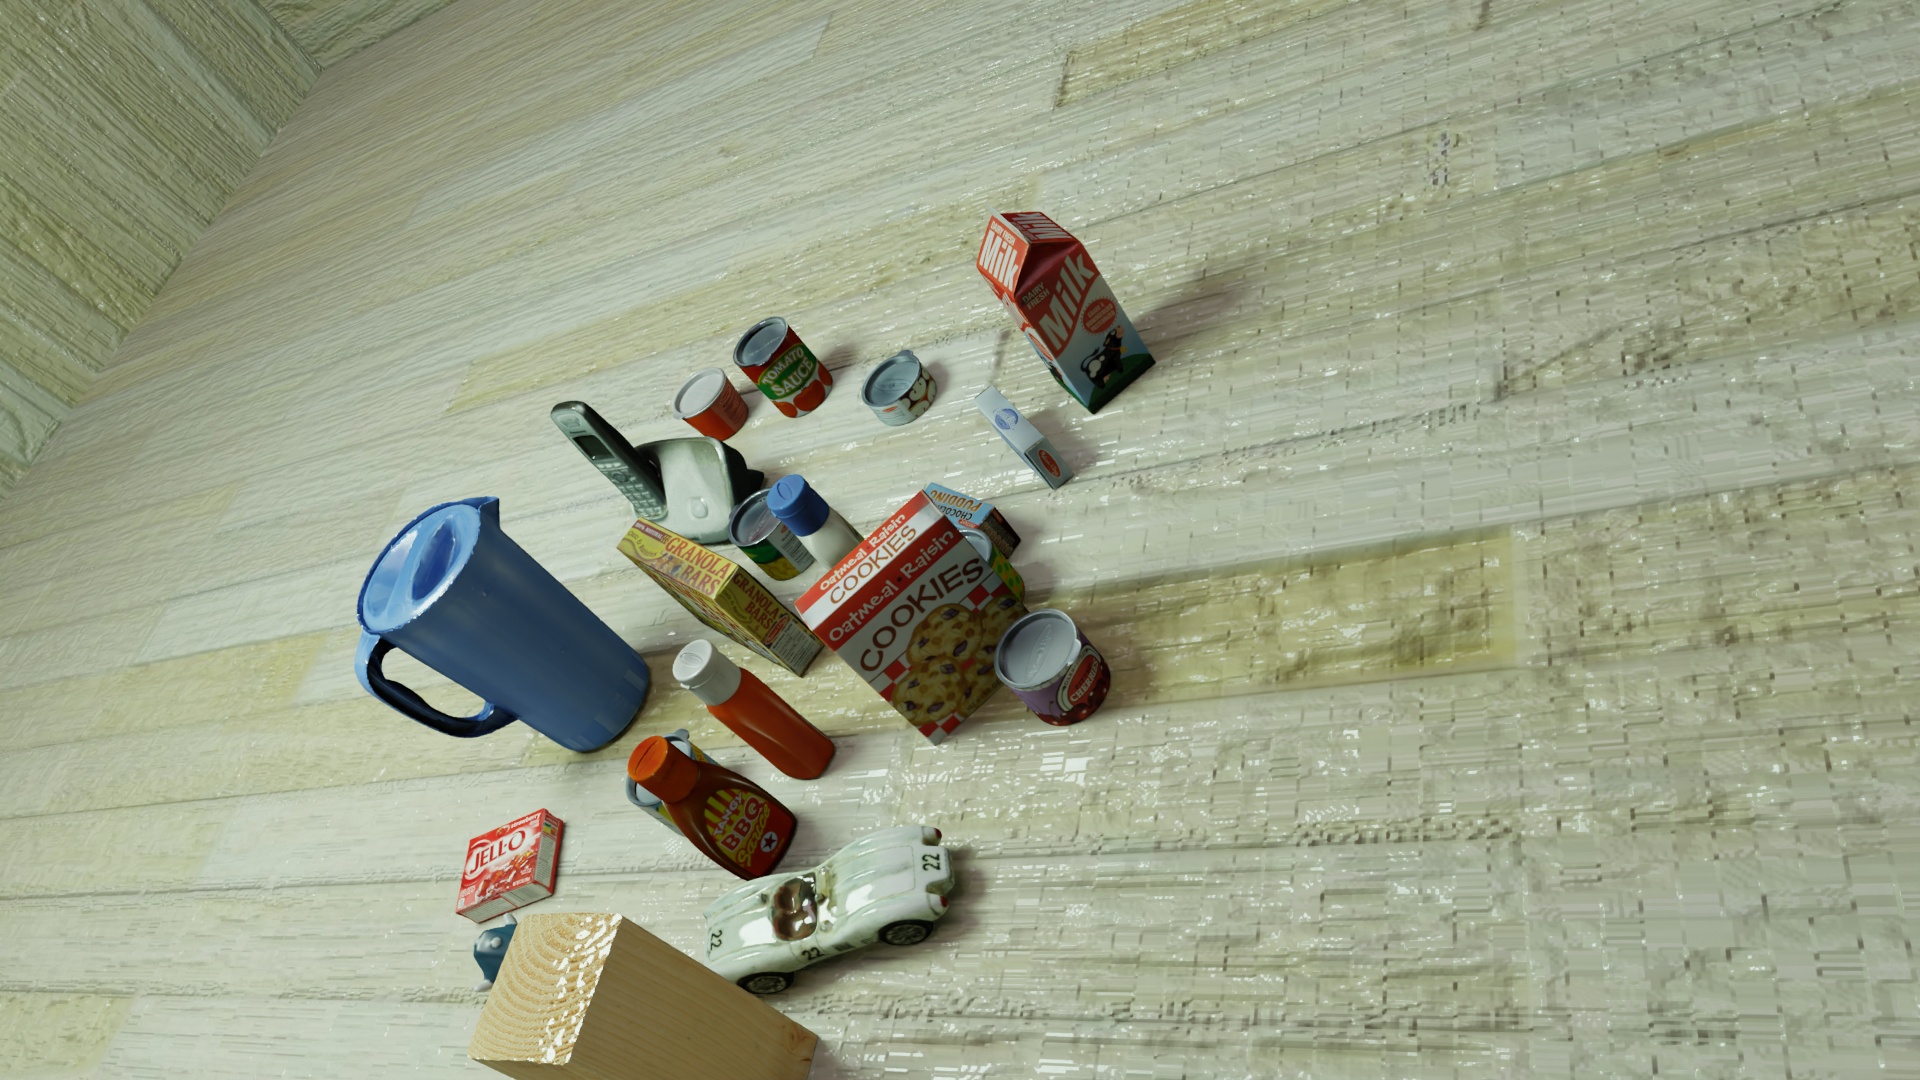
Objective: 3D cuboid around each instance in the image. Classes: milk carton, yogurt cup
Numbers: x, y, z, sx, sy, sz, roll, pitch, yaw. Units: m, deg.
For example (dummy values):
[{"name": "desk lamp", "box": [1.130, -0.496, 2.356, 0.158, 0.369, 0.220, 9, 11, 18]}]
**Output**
[{"name": "milk carton", "box": [0.080, -0.200, 1.150, 0.073, 0.190, 0.072, -40, 40, 1]}, {"name": "yogurt cup", "box": [-0.260, -0.141, 1.459, 0.072, 0.053, 0.073, -21, 44, 22]}]

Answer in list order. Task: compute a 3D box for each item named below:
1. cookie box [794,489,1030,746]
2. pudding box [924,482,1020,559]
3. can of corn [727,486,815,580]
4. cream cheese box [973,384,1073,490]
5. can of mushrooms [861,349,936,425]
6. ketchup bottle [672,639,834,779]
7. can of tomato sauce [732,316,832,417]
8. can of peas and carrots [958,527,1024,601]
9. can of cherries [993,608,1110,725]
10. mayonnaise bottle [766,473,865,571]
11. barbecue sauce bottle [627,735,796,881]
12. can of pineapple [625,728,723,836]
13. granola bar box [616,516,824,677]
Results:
[{"name": "cookie box", "box": [-0.024, 0.059, 1.015, 0.123, 0.167, 0.040, -42, 40, -1]}, {"name": "pudding box", "box": [0.004, -0.014, 1.150, 0.084, 0.049, 0.030, 22, 70, 46]}, {"name": "can of corn", "box": [-0.170, -0.006, 1.268, 0.071, 0.058, 0.071, -21, 44, 22]}, {"name": "cream cheese box", "box": [0.052, -0.088, 1.176, 0.024, 0.053, 0.104, -40, 40, 1]}, {"name": "can of mushrooms", "box": [-0.057, -0.145, 1.326, 0.071, 0.033, 0.071, -21, 44, 22]}, {"name": "ketchup bottle", "box": [-0.162, 0.131, 1.070, 0.065, 0.148, 0.044, 11, 62, 43]}, {"name": "can of tomato sauce", "box": [-0.178, -0.173, 1.404, 0.071, 0.083, 0.071, -21, 44, 22]}, {"name": "can of peas and carrots", "box": [0.008, 0.035, 1.096, 0.071, 0.058, 0.071, -21, 44, 22]}, {"name": "can of cherries", "box": [0.068, 0.093, 0.999, 0.071, 0.058, 0.072, -21, 44, 22]}, {"name": "mayonnaise bottle", "box": [-0.101, 0.003, 1.138, 0.041, 0.147, 0.065, -41, 40, -1]}, {"name": "barbecue sauce bottle", "box": [-0.186, 0.195, 1.031, 0.043, 0.148, 0.065, 12, 63, 43]}, {"name": "can of pineapple", "box": [-0.227, 0.198, 1.129, 0.071, 0.057, 0.071, -21, 44, 22]}, {"name": "granola bar box", "box": [-0.208, 0.047, 1.199, 0.166, 0.124, 0.039, 21, 69, 46]}]
